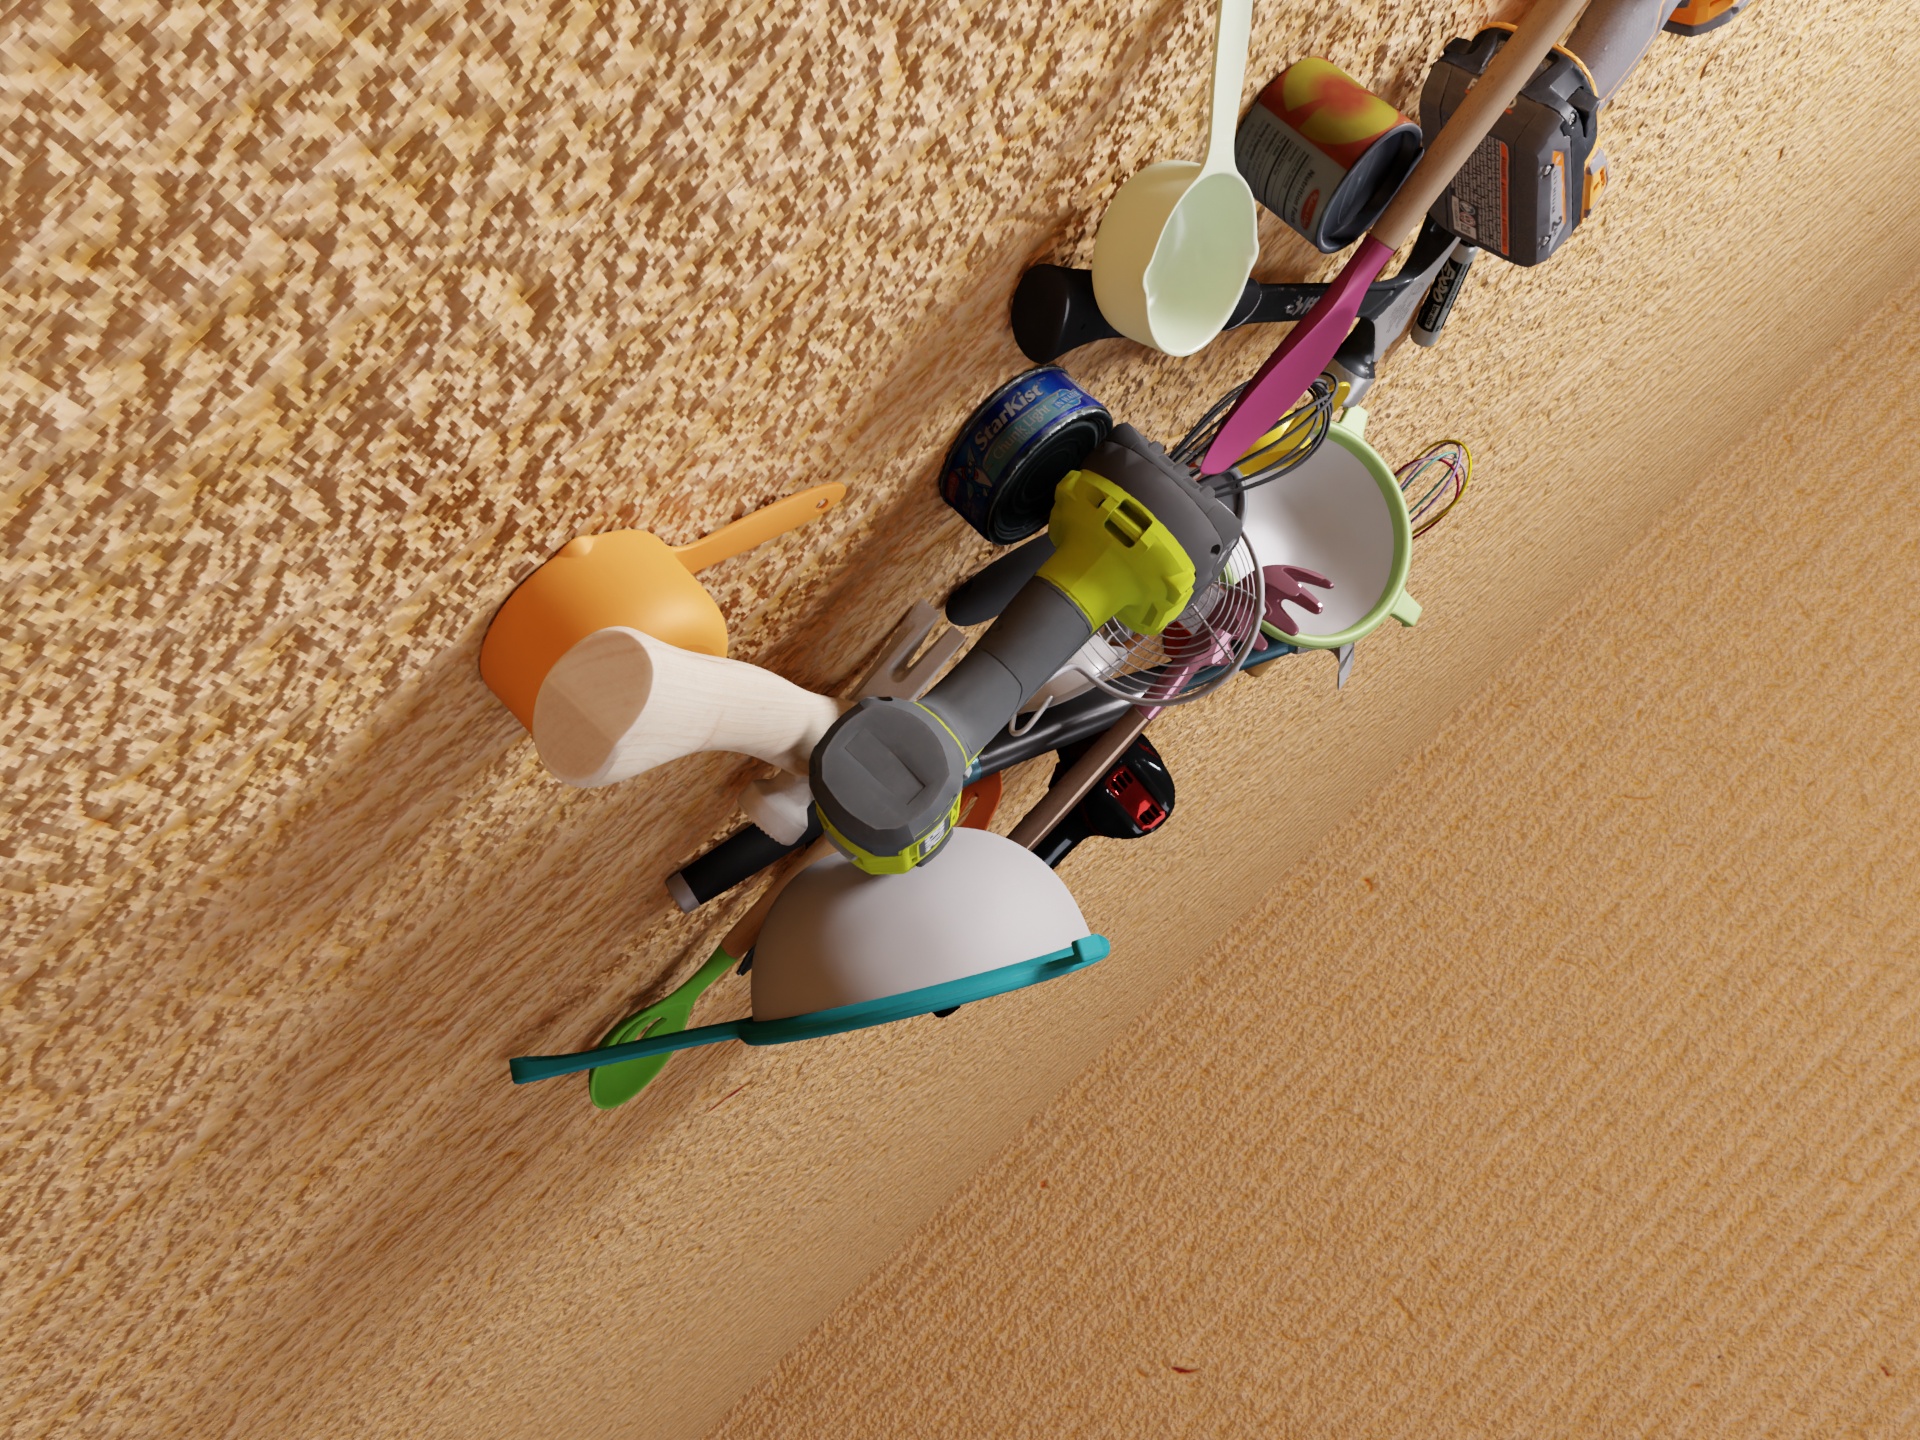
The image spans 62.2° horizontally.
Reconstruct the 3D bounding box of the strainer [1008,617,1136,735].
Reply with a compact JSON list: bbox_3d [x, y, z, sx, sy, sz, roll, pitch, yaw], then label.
[{"bbox_3d":[0.097,-0.059,1.033,0.087,0.050,0.258,-8,-164,39],"label":"strainer"}]

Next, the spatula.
[{"bbox_3d":[0.070,-0.010,1.072,0.322,0.081,0.041,-39,143,-30],"label":"spatula"}]

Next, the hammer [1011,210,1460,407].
[{"bbox_3d":[0.155,-0.218,0.819,0.409,0.036,0.149,-20,149,-51],"label":"hammer"}]

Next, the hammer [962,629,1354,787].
[{"bbox_3d":[0.122,-0.021,1.030,0.331,0.128,0.033,-21,121,-27],"label":"hammer"}]

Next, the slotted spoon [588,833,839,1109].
[{"bbox_3d":[-0.120,0.120,0.956,0.313,0.031,0.070,-46,155,12],"label":"slotted spoon"}]

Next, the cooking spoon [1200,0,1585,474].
[{"bbox_3d":[0.208,-0.240,0.722,0.318,0.017,0.068,-54,161,25],"label":"cooking spoon"}]

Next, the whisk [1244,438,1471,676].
[{"bbox_3d":[0.291,-0.114,1.185,0.051,0.047,0.245,-26,160,-52],"label":"whisk"}]

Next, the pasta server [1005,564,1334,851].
[{"bbox_3d":[0.096,0.020,0.955,0.316,0.040,0.060,-47,155,13],"label":"pasta server"}]

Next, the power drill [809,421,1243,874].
[{"bbox_3d":[0.022,-0.018,0.758,0.228,0.080,0.190,-46,172,-9],"label":"power drill"}]

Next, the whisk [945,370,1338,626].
[{"bbox_3d":[0.094,-0.116,0.844,0.239,0.055,0.055,-30,163,8],"label":"whisk"}]

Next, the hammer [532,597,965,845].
[{"bbox_3d":[-0.074,-0.008,0.648,0.146,0.038,0.410,-49,174,1],"label":"hammer"}]

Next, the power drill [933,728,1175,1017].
[{"bbox_3d":[0.038,0.082,1.096,0.226,0.080,0.188,-41,-165,3],"label":"power drill"}]

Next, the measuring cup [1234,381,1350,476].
[{"bbox_3d":[0.189,-0.176,0.916,0.062,0.029,0.156,-12,173,-9],"label":"measuring cup"}]

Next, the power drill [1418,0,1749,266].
[{"bbox_3d":[0.325,-0.363,0.785,0.226,0.084,0.185,-51,154,-3],"label":"power drill"}]

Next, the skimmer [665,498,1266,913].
[{"bbox_3d":[-0.001,-0.003,0.868,0.363,0.127,0.090,-32,176,-10],"label":"skimmer"}]

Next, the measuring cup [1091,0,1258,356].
[{"bbox_3d":[0.089,-0.232,0.638,0.083,0.038,0.167,-26,131,-42],"label":"measuring cup"}]

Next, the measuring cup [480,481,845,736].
[{"bbox_3d":[-0.101,-0.043,0.629,0.173,0.052,0.095,-32,158,-28],"label":"measuring cup"}]

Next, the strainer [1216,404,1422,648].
[{"bbox_3d":[0.167,-0.104,1.020,0.256,0.151,0.069,-16,180,-20],"label":"strainer"}]

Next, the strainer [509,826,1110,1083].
[{"bbox_3d":[-0.091,0.125,0.891,0.340,0.095,0.211,-12,175,-1],"label":"strainer"}]
